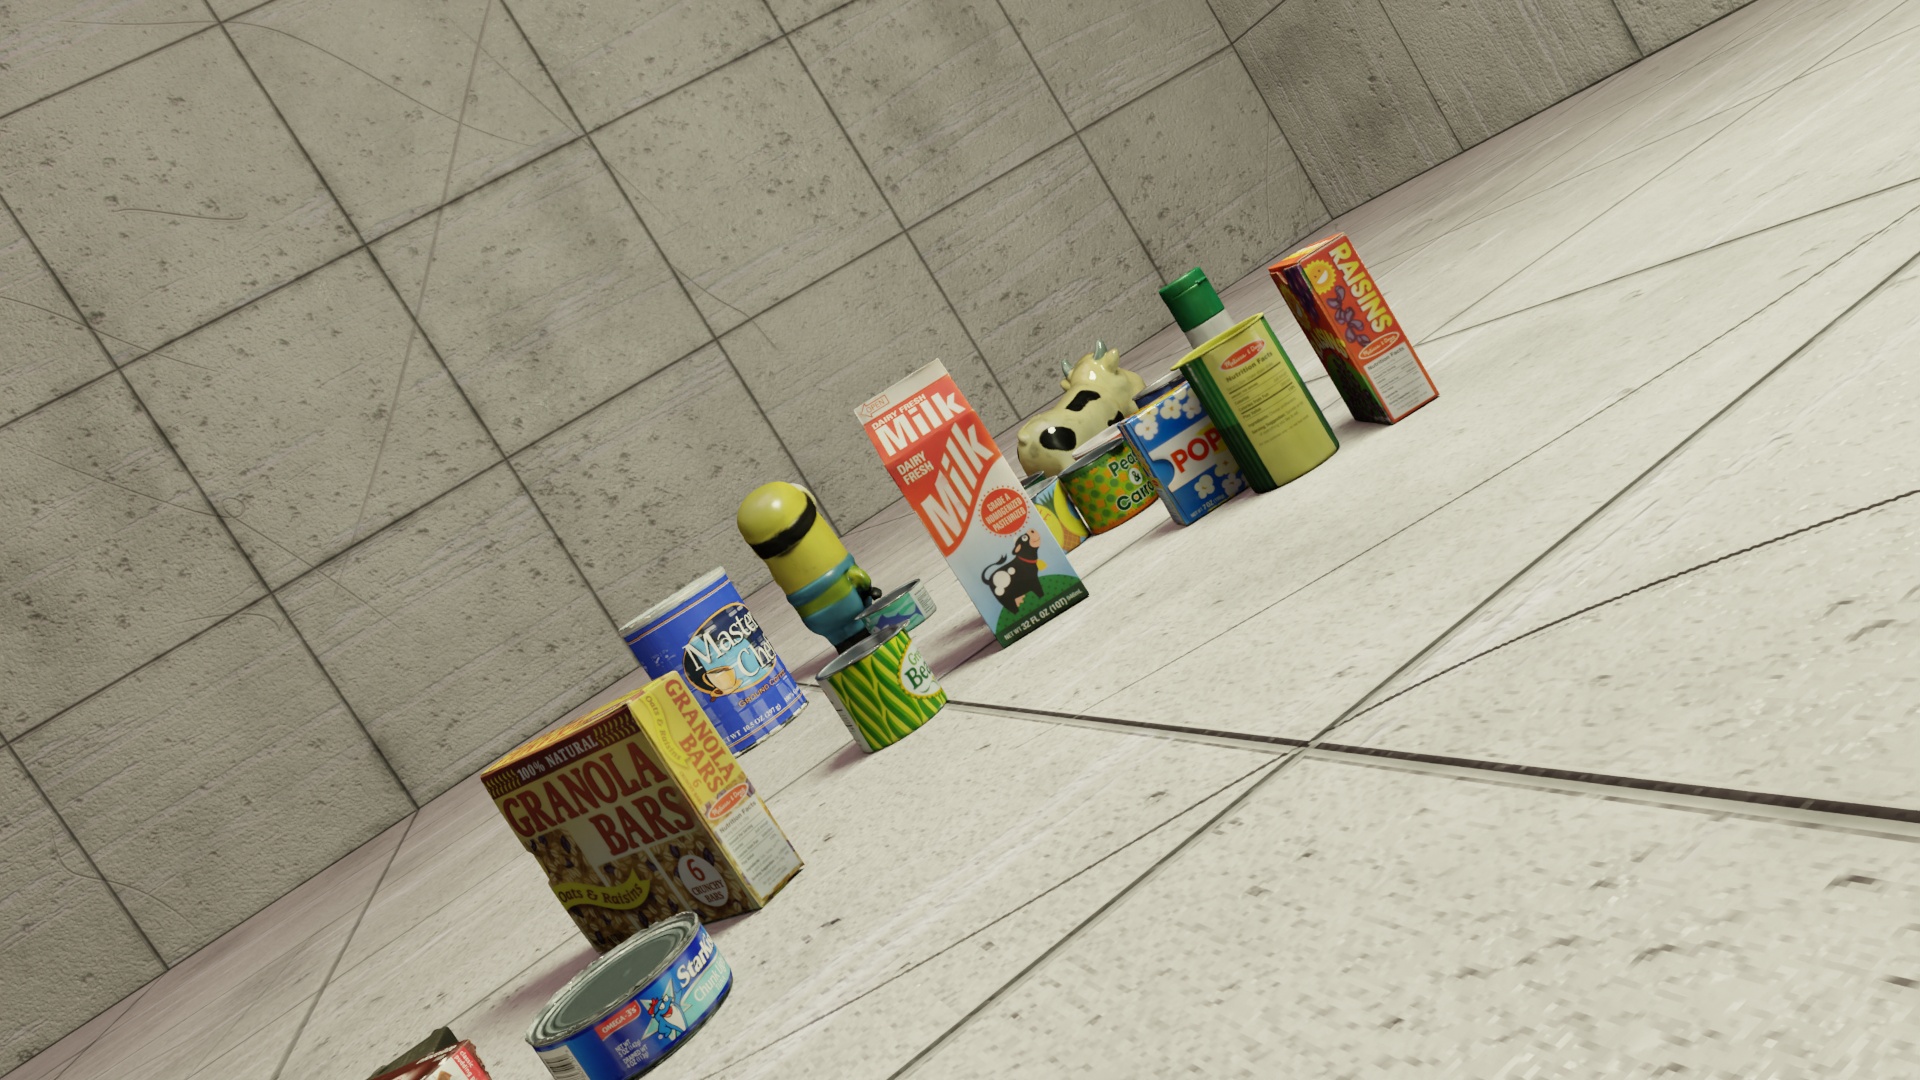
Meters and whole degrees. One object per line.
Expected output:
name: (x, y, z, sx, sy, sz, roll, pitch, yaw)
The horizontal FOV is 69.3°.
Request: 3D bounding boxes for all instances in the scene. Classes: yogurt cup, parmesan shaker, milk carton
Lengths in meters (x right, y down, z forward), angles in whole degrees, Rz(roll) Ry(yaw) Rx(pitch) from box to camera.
yogurt cup: (0.146, -0.075, 1.297, 0.072, 0.054, 0.072, -31, 6, 4)
parmesan shaker: (0.197, -0.090, 0.929, 0.071, 0.103, 0.071, -31, 6, 4)
milk carton: (0.006, -0.028, 0.961, 0.072, 0.190, 0.073, -32, 6, 1)

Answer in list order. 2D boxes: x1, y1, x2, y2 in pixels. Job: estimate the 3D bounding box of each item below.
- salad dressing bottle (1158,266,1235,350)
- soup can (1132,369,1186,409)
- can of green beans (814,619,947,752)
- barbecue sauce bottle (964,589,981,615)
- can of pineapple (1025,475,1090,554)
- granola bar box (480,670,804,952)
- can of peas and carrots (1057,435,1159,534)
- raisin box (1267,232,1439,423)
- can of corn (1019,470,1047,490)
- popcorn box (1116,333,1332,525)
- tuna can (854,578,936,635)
salad dressing bottle: (0.204, -0.136, 1.055, 0.064, 0.147, 0.044, -36, 7, -36)
soup can: (0.187, -0.095, 1.109, 0.071, 0.083, 0.071, -31, 6, 4)
can of green beans: (-0.050, 0.094, 0.890, 0.071, 0.058, 0.071, -31, 6, 4)
barbecue sauce bottle: (0.004, -0.013, 1.056, 0.044, 0.148, 0.064, -36, 7, -37)
can of pineapple: (0.067, -0.013, 1.169, 0.071, 0.058, 0.071, -31, 6, 4)
granola bar box: (-0.177, 0.151, 0.749, 0.165, 0.124, 0.039, -27, 8, 41)
can of peas and carrots: (0.125, -0.047, 1.151, 0.071, 0.058, 0.071, -31, 6, 4)
raisin box: (0.259, -0.139, 0.924, 0.040, 0.123, 0.086, -31, 6, 4)
can of corn: (0.060, -0.021, 1.262, 0.071, 0.058, 0.071, -31, 6, 4)
popcorn box: (0.186, -0.079, 0.982, 0.127, 0.085, 0.038, -32, 6, -5)
tuna can: (-0.059, 0.067, 1.272, 0.071, 0.033, 0.071, -31, 6, 4)
